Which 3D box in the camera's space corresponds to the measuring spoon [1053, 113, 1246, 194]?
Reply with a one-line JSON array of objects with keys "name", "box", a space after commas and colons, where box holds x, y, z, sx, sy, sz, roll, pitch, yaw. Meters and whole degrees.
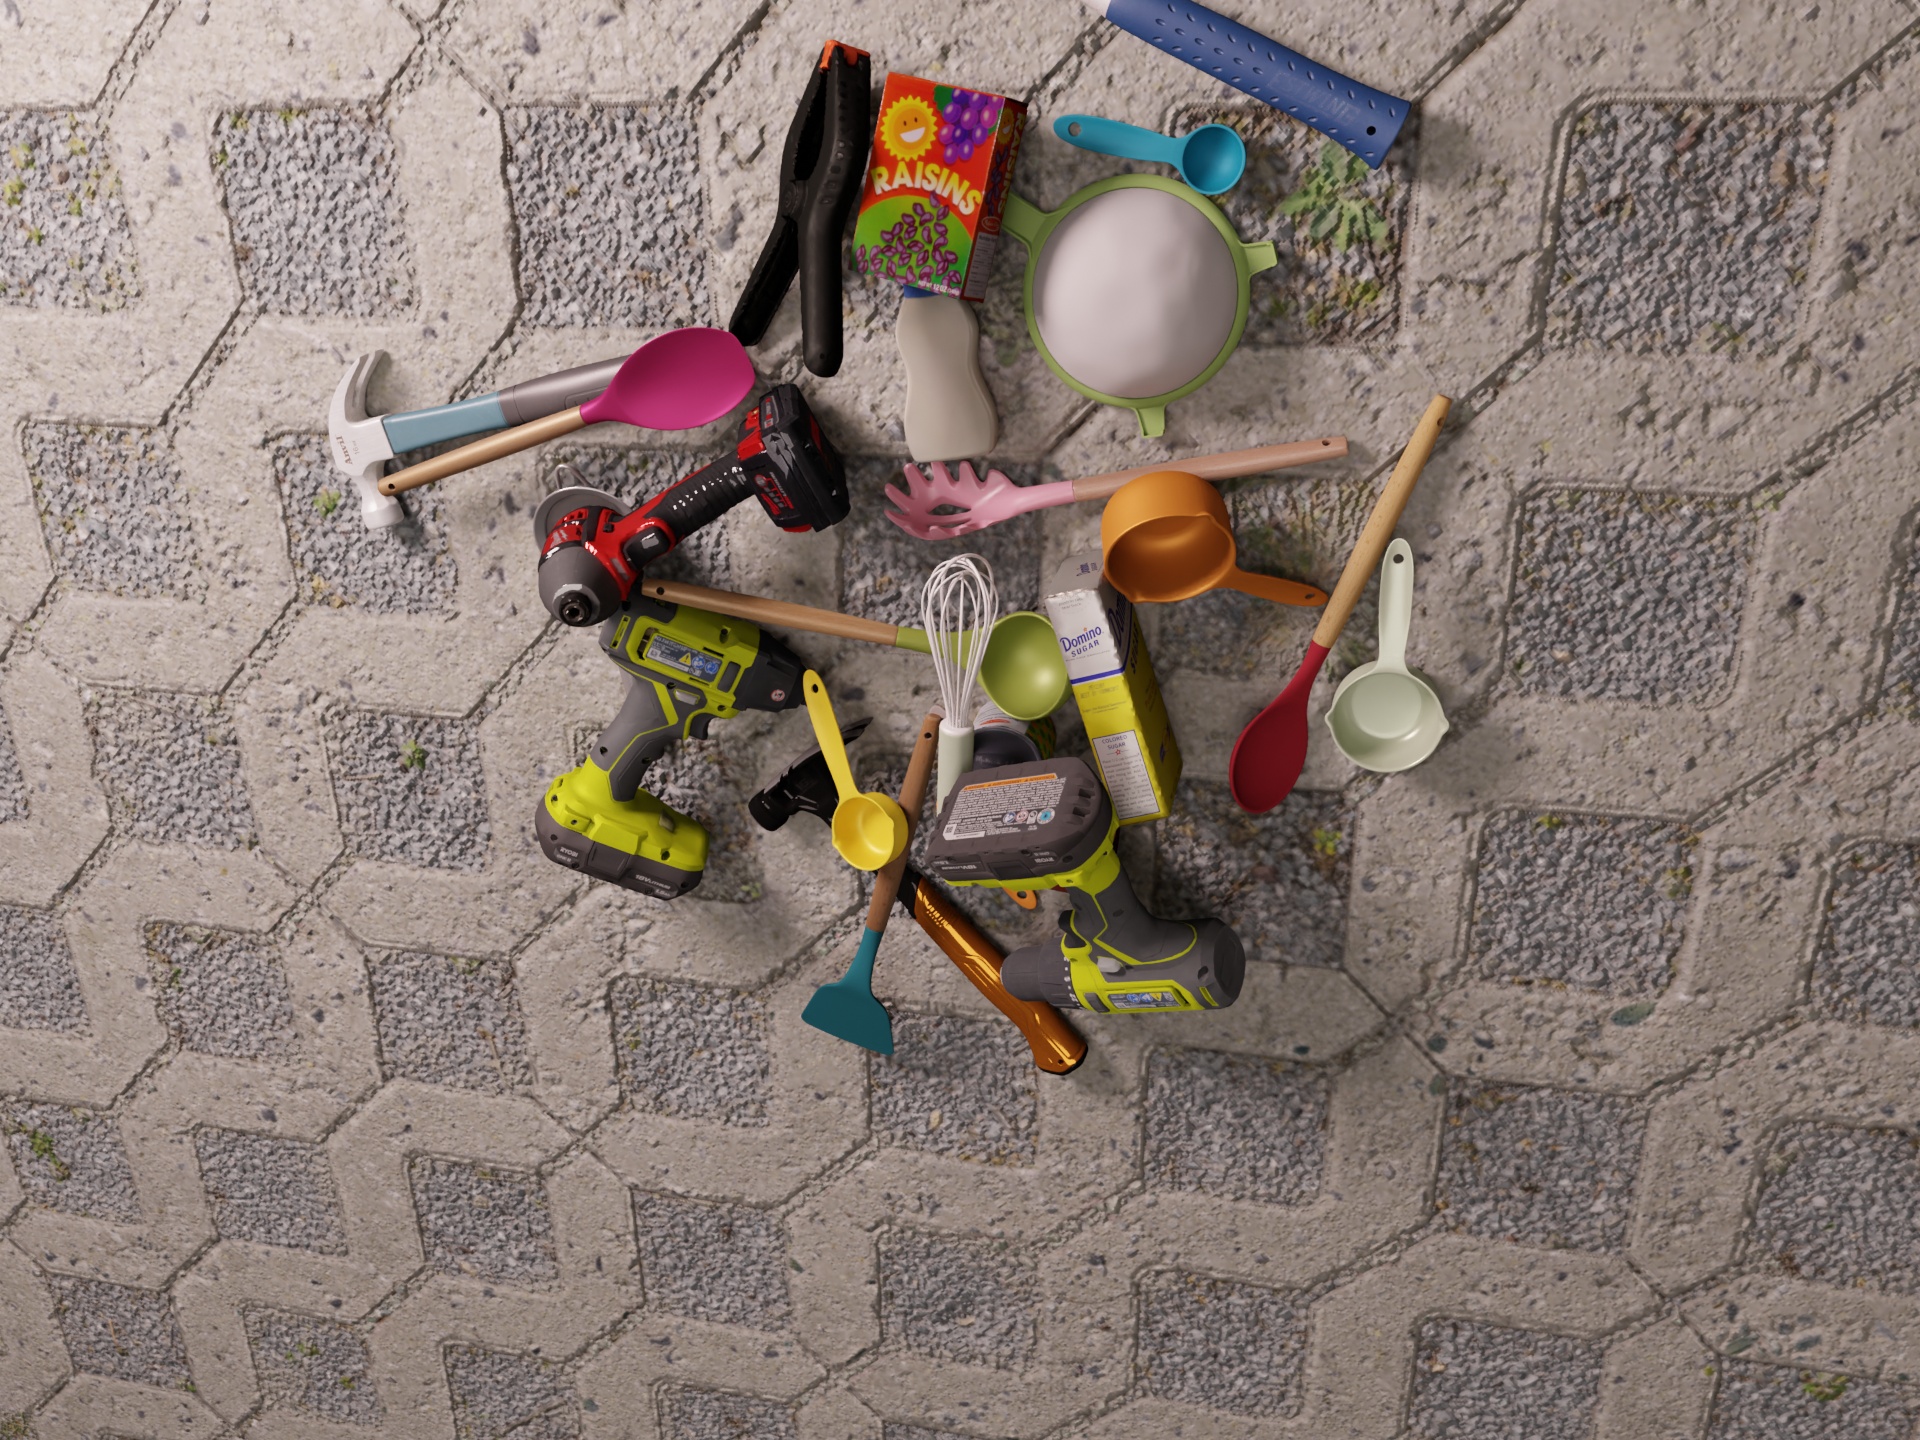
[{"name": "measuring spoon", "box": [0.121, -0.366, 1.011, 0.129, 0.021, 0.042, 19, 115, 16]}]

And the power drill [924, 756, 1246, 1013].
[{"name": "power drill", "box": [0.074, 0.133, 1.135, 0.190, 0.080, 0.228, -9, 134, 34]}]

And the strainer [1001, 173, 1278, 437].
[{"name": "strainer", "box": [0.065, -0.299, 1.021, 0.256, 0.069, 0.151, 33, 117, -3]}]

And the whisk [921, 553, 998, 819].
[{"name": "whisk", "box": [-0.002, -0.004, 1.114, 0.058, 0.059, 0.246, 31, 131, 39]}]

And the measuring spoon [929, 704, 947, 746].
[{"name": "measuring spoon", "box": [0.008, 0.043, 1.220, 0.034, 0.018, 0.124, -23, 99, 16]}]

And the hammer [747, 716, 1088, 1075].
[{"name": "hammer", "box": [-0.013, 0.151, 1.259, 0.127, 0.034, 0.336, -38, 100, 26]}]

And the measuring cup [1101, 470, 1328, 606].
[{"name": "measuring cup", "box": [0.175, -0.117, 1.081, 0.173, 0.052, 0.095, 12, 141, -24]}]

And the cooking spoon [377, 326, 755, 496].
[{"name": "cooking spoon", "box": [-0.291, -0.213, 1.144, 0.319, 0.017, 0.068, -15, 120, 20]}]

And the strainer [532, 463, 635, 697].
[{"name": "strainer", "box": [-0.264, -0.082, 1.219, 0.087, 0.050, 0.258, -4, 118, 11]}]

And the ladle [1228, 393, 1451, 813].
[{"name": "ladle", "box": [0.259, -0.075, 1.089, 0.069, 0.031, 0.315, 5, 119, -34]}]

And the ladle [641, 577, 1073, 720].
[{"name": "ladle", "box": [-0.072, -0.064, 1.139, 0.320, 0.062, 0.078, 11, 102, -2]}]

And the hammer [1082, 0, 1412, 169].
[{"name": "hammer", "box": [0.086, -0.452, 0.968, 0.405, 0.035, 0.144, 27, 117, 2]}]

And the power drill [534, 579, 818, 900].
[{"name": "power drill", "box": [-0.218, 0.020, 1.219, 0.171, 0.080, 0.223, 22, 113, -16]}]

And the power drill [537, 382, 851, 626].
[{"name": "power drill", "box": [-0.190, -0.137, 1.094, 0.219, 0.143, 0.078, -27, 116, 6]}]

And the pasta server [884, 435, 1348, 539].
[{"name": "pasta server", "box": [0.103, -0.166, 1.088, 0.316, 0.060, 0.040, -7, 151, 15]}]

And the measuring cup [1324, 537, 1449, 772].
[{"name": "measuring cup", "box": [0.295, -0.047, 1.091, 0.083, 0.038, 0.167, 3, 112, 13]}]

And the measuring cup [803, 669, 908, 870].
[{"name": "measuring cup", "box": [-0.081, 0.034, 1.186, 0.062, 0.029, 0.156, -22, 85, 35]}]

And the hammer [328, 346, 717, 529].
[{"name": "hammer", "box": [-0.321, -0.232, 1.172, 0.331, 0.033, 0.128, -9, 112, 18]}]

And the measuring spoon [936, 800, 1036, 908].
[{"name": "measuring spoon", "box": [0.021, 0.105, 1.242, 0.021, 0.011, 0.117, -35, 101, 25]}]

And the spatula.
[{"name": "spatula", "box": [-0.058, 0.133, 1.232, 0.082, 0.044, 0.317, 20, 114, 8]}]
